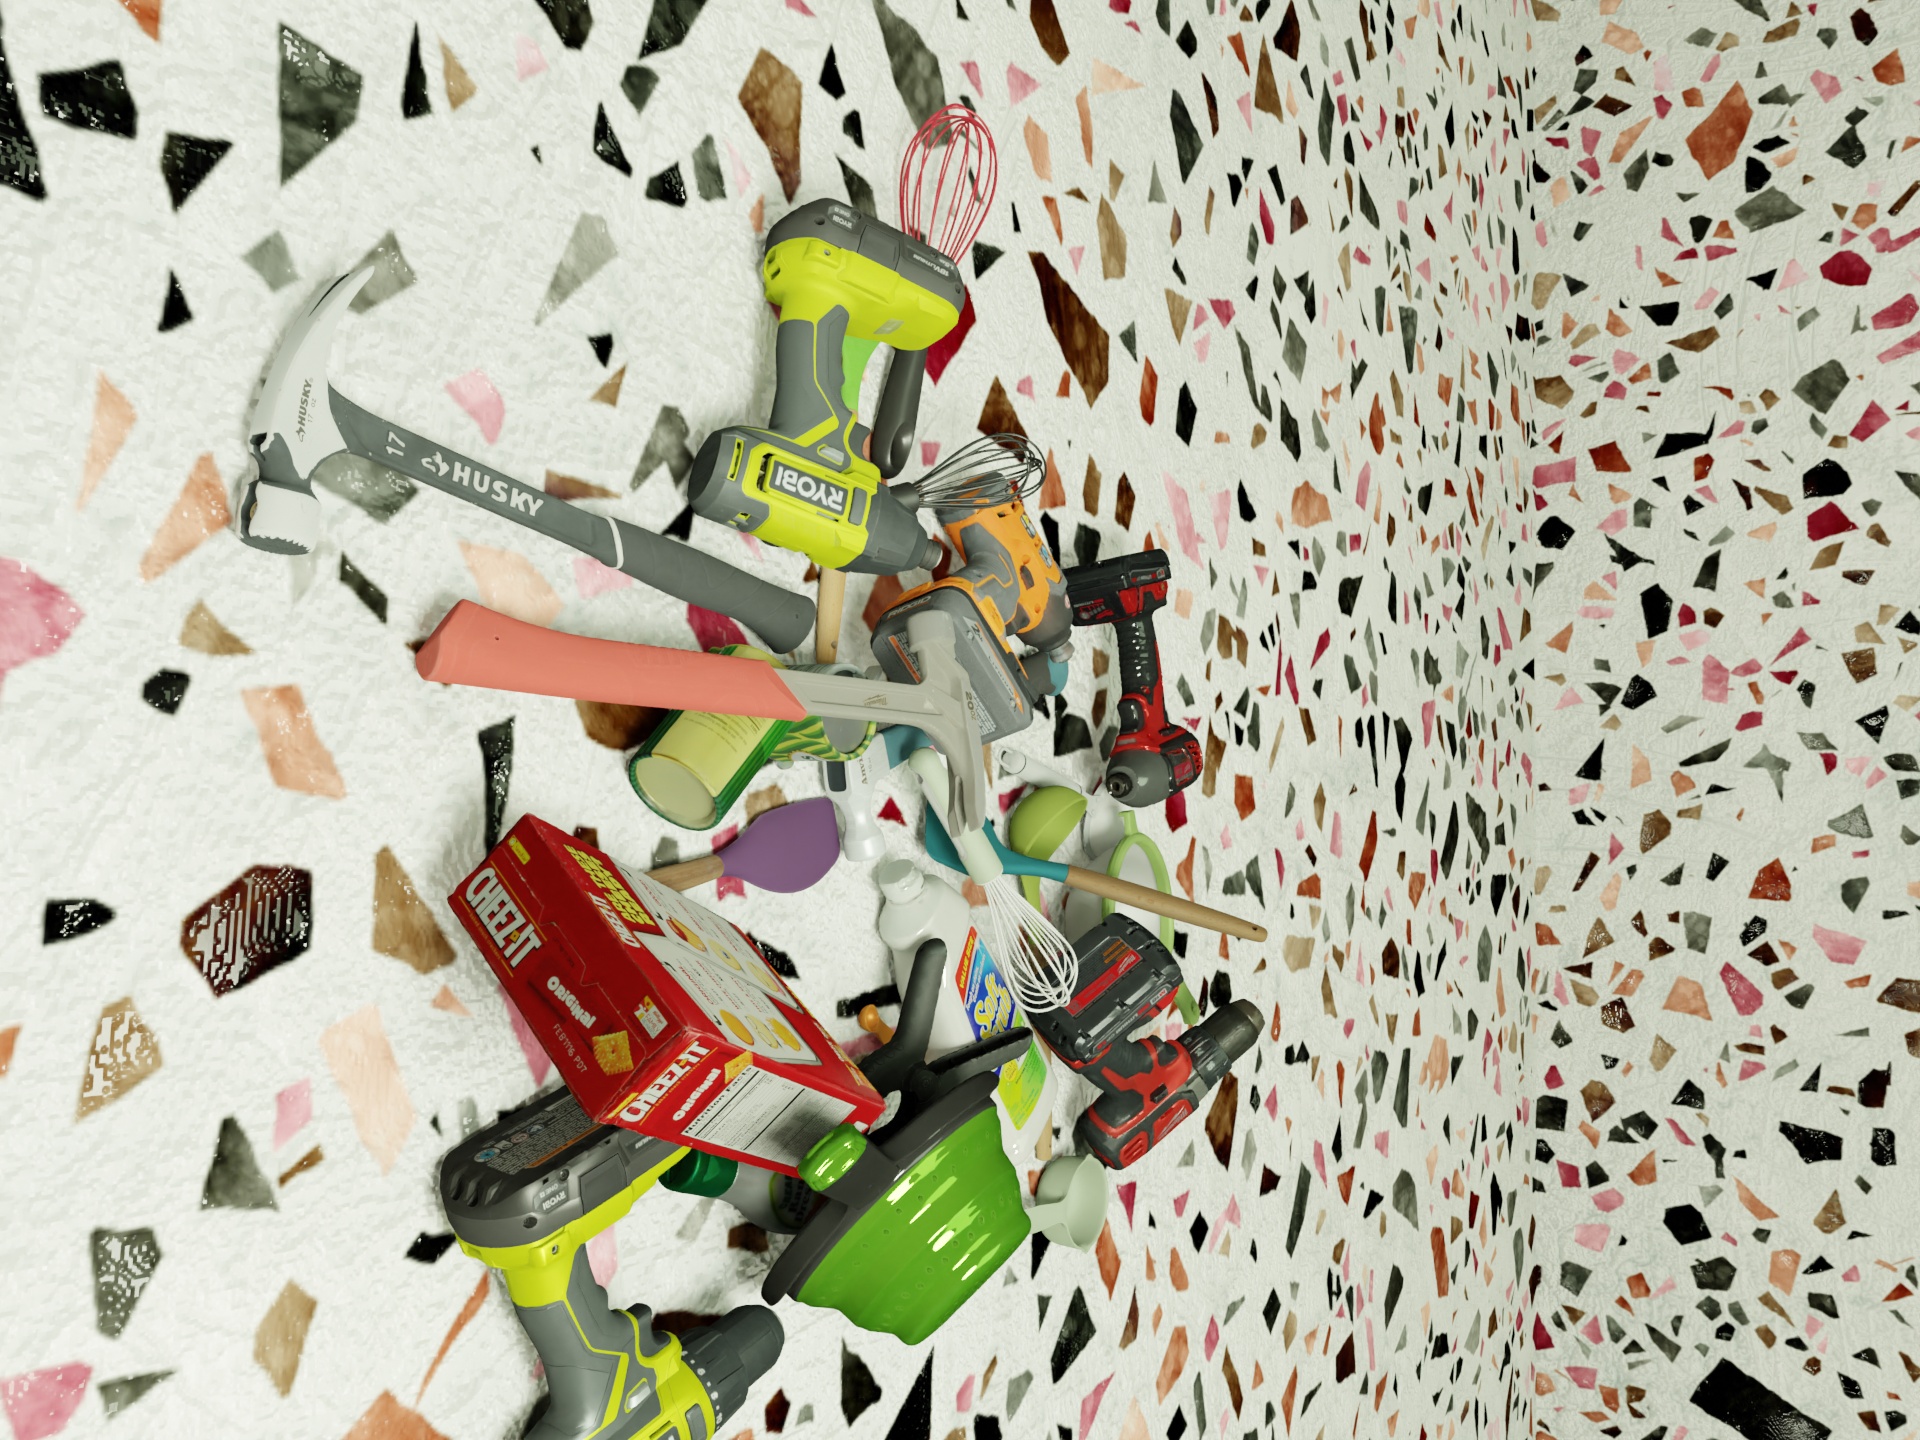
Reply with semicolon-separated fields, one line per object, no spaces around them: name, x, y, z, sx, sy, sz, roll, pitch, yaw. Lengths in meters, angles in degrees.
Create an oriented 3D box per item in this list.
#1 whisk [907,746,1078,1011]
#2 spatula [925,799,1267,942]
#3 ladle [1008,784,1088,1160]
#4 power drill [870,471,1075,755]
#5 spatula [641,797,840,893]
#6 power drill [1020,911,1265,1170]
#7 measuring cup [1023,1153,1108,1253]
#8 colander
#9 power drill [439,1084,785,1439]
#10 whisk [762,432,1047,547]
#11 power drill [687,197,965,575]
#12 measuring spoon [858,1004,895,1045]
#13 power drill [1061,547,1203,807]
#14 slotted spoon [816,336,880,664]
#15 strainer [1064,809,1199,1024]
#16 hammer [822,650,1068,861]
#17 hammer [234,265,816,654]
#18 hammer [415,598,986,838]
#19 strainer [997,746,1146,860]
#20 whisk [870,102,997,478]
whisk;0.023;0.120;1.177;0.059;0.058;0.246;-35;114;-13
spatula;0.111;0.125;1.264;0.317;0.044;0.082;18;49;-16
ladle;0.076;0.213;1.326;0.078;0.062;0.320;-11;101;-59
power drill;0.025;-0.071;1.187;0.164;0.084;0.227;57;30;-21
spatula;-0.169;0.098;0.986;0.316;0.018;0.060;-12;94;-57
power drill;0.160;0.258;1.318;0.188;0.080;0.226;-38;134;-11
measuring cup;0.068;0.406;1.322;0.167;0.038;0.083;9;81;-55
colander;-0.028;0.301;0.946;0.204;0.094;0.396;-42;162;-11
power drill;-0.187;0.320;0.886;0.190;0.080;0.228;-25;112;-47
whisk;-0.037;-0.159;1.115;0.239;0.055;0.055;-20;107;-31
power drill;-0.075;-0.211;1.050;0.171;0.080;0.223;19;71;-27
measuring spoon;-0.049;0.245;1.175;0.116;0.011;0.021;60;33;-42
power drill;0.148;-0.033;1.396;0.143;0.078;0.219;-19;97;-58
slotted spoon;-0.080;-0.193;1.126;0.070;0.031;0.314;12;80;-48
strainer;0.152;0.206;1.433;0.256;0.069;0.152;58;38;-44
hammer;-0.002;-0.004;1.230;0.331;0.033;0.128;-27;109;-55
hammer;-0.215;-0.113;0.909;0.408;0.036;0.149;22;70;-55
hammer;-0.134;-0.012;0.926;0.358;0.036;0.149;6;68;-40
strainer;0.105;0.069;1.392;0.258;0.050;0.087;29;80;-49
whisk;-0.027;-0.322;1.189;0.073;0.073;0.296;22;77;-55
